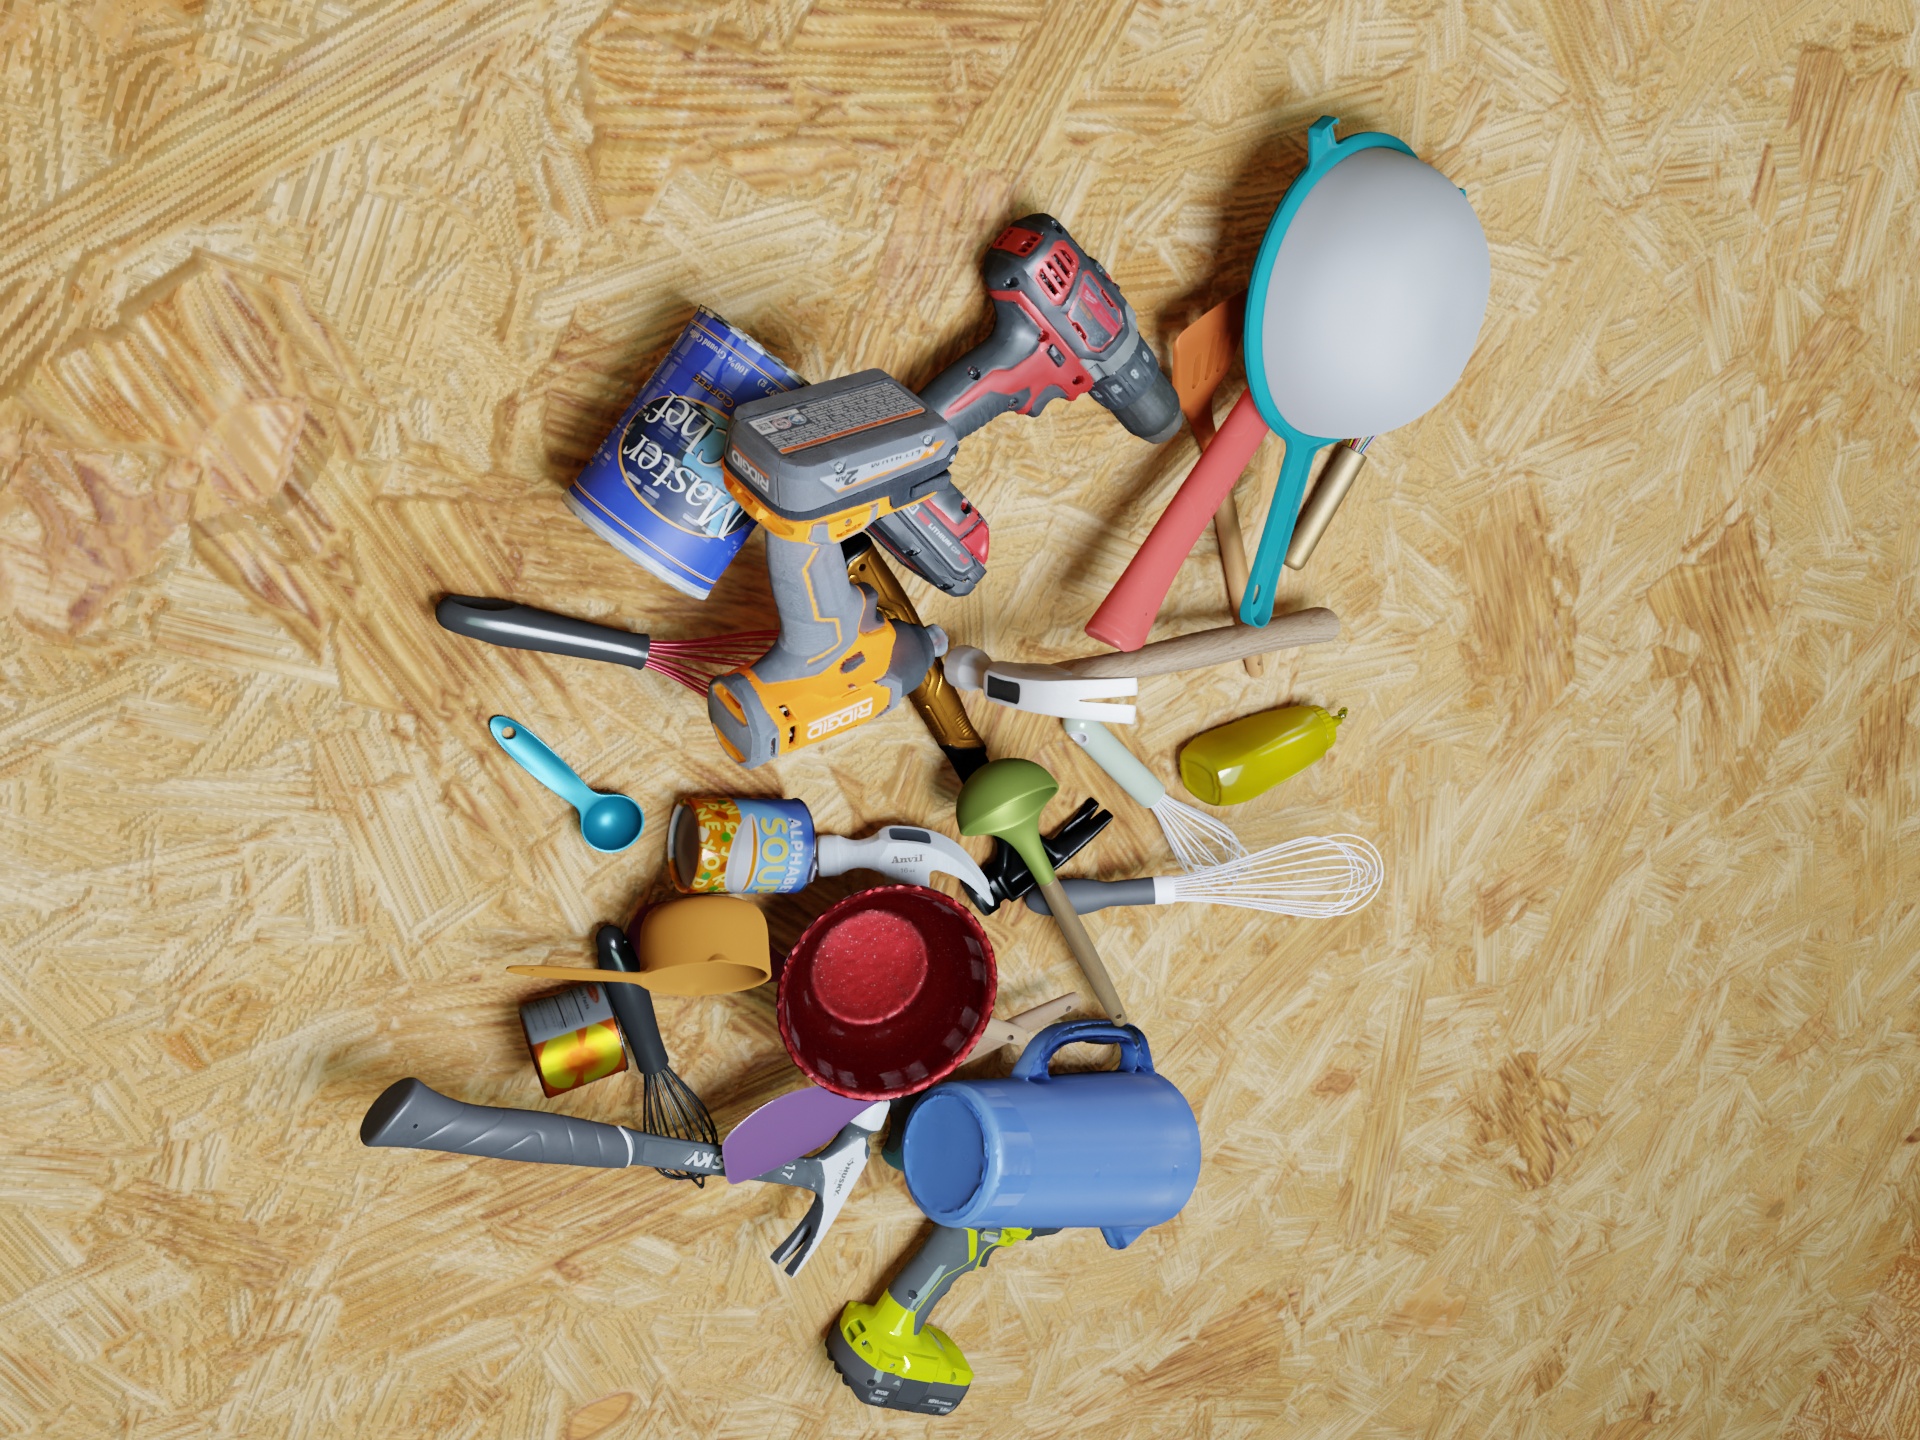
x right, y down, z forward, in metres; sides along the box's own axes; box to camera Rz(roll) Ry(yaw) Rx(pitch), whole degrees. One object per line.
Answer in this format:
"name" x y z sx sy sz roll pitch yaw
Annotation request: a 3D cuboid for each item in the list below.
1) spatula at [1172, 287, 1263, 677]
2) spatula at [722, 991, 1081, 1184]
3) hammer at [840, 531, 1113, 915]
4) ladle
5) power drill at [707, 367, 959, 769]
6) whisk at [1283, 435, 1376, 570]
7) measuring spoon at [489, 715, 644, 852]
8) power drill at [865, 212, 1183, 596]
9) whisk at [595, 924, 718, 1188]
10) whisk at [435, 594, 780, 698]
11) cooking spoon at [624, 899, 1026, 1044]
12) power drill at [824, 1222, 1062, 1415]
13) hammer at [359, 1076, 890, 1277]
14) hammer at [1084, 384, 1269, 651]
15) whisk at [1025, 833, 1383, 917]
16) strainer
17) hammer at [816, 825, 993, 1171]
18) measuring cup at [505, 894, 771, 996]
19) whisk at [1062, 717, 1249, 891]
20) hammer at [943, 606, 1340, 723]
"spatula" 0.201 -0.159 1.174 0.081 0.041 0.322 -37 129 -24
"spatula" -0.037 0.266 1.198 0.316 0.018 0.059 -18 119 -30
"hammer" -0.002 -0.004 1.144 0.127 0.034 0.336 -36 126 -8
"ladle" 0.078 0.145 1.210 0.078 0.062 0.319 -27 128 1
"power drill" -0.066 -0.086 0.938 0.164 0.084 0.226 -23 141 -32
"whisk" 0.314 -0.222 1.206 0.047 0.051 0.245 15 109 -40
"measuring spoon" -0.258 0.037 1.037 0.042 0.021 0.128 -44 118 -2
"power drill" 0.037 -0.191 1.047 0.227 0.080 0.187 -50 128 -2
"whisk" -0.220 0.244 1.143 0.055 0.055 0.238 -22 119 -18
"whisk" -0.183 -0.040 1.011 0.295 0.073 0.073 12 108 -28
"cooking spoon" -0.091 0.194 1.167 0.318 0.017 0.068 20 105 -21
"power drill" -0.002 0.477 1.366 0.171 0.080 0.223 28 96 -36
"hammer" -0.221 0.301 1.099 0.408 0.036 0.149 24 88 -44
"hammer" 0.192 -0.206 1.098 0.359 0.037 0.149 -56 138 -7
"whisk" 0.193 0.133 1.261 0.284 0.070 0.070 -5 120 1
"strainer" 0.274 -0.217 1.075 0.211 0.095 0.340 2 108 -46
"hammer" -0.041 0.223 1.227 0.128 0.033 0.330 -4 121 -7
"measuring cup" -0.213 0.147 1.062 0.173 0.052 0.095 5 155 -19
"whisk" 0.157 0.063 1.266 0.246 0.058 0.059 43 55 -34
"hammer" 0.157 -0.047 1.143 0.331 0.130 0.031 -12 112 -36
